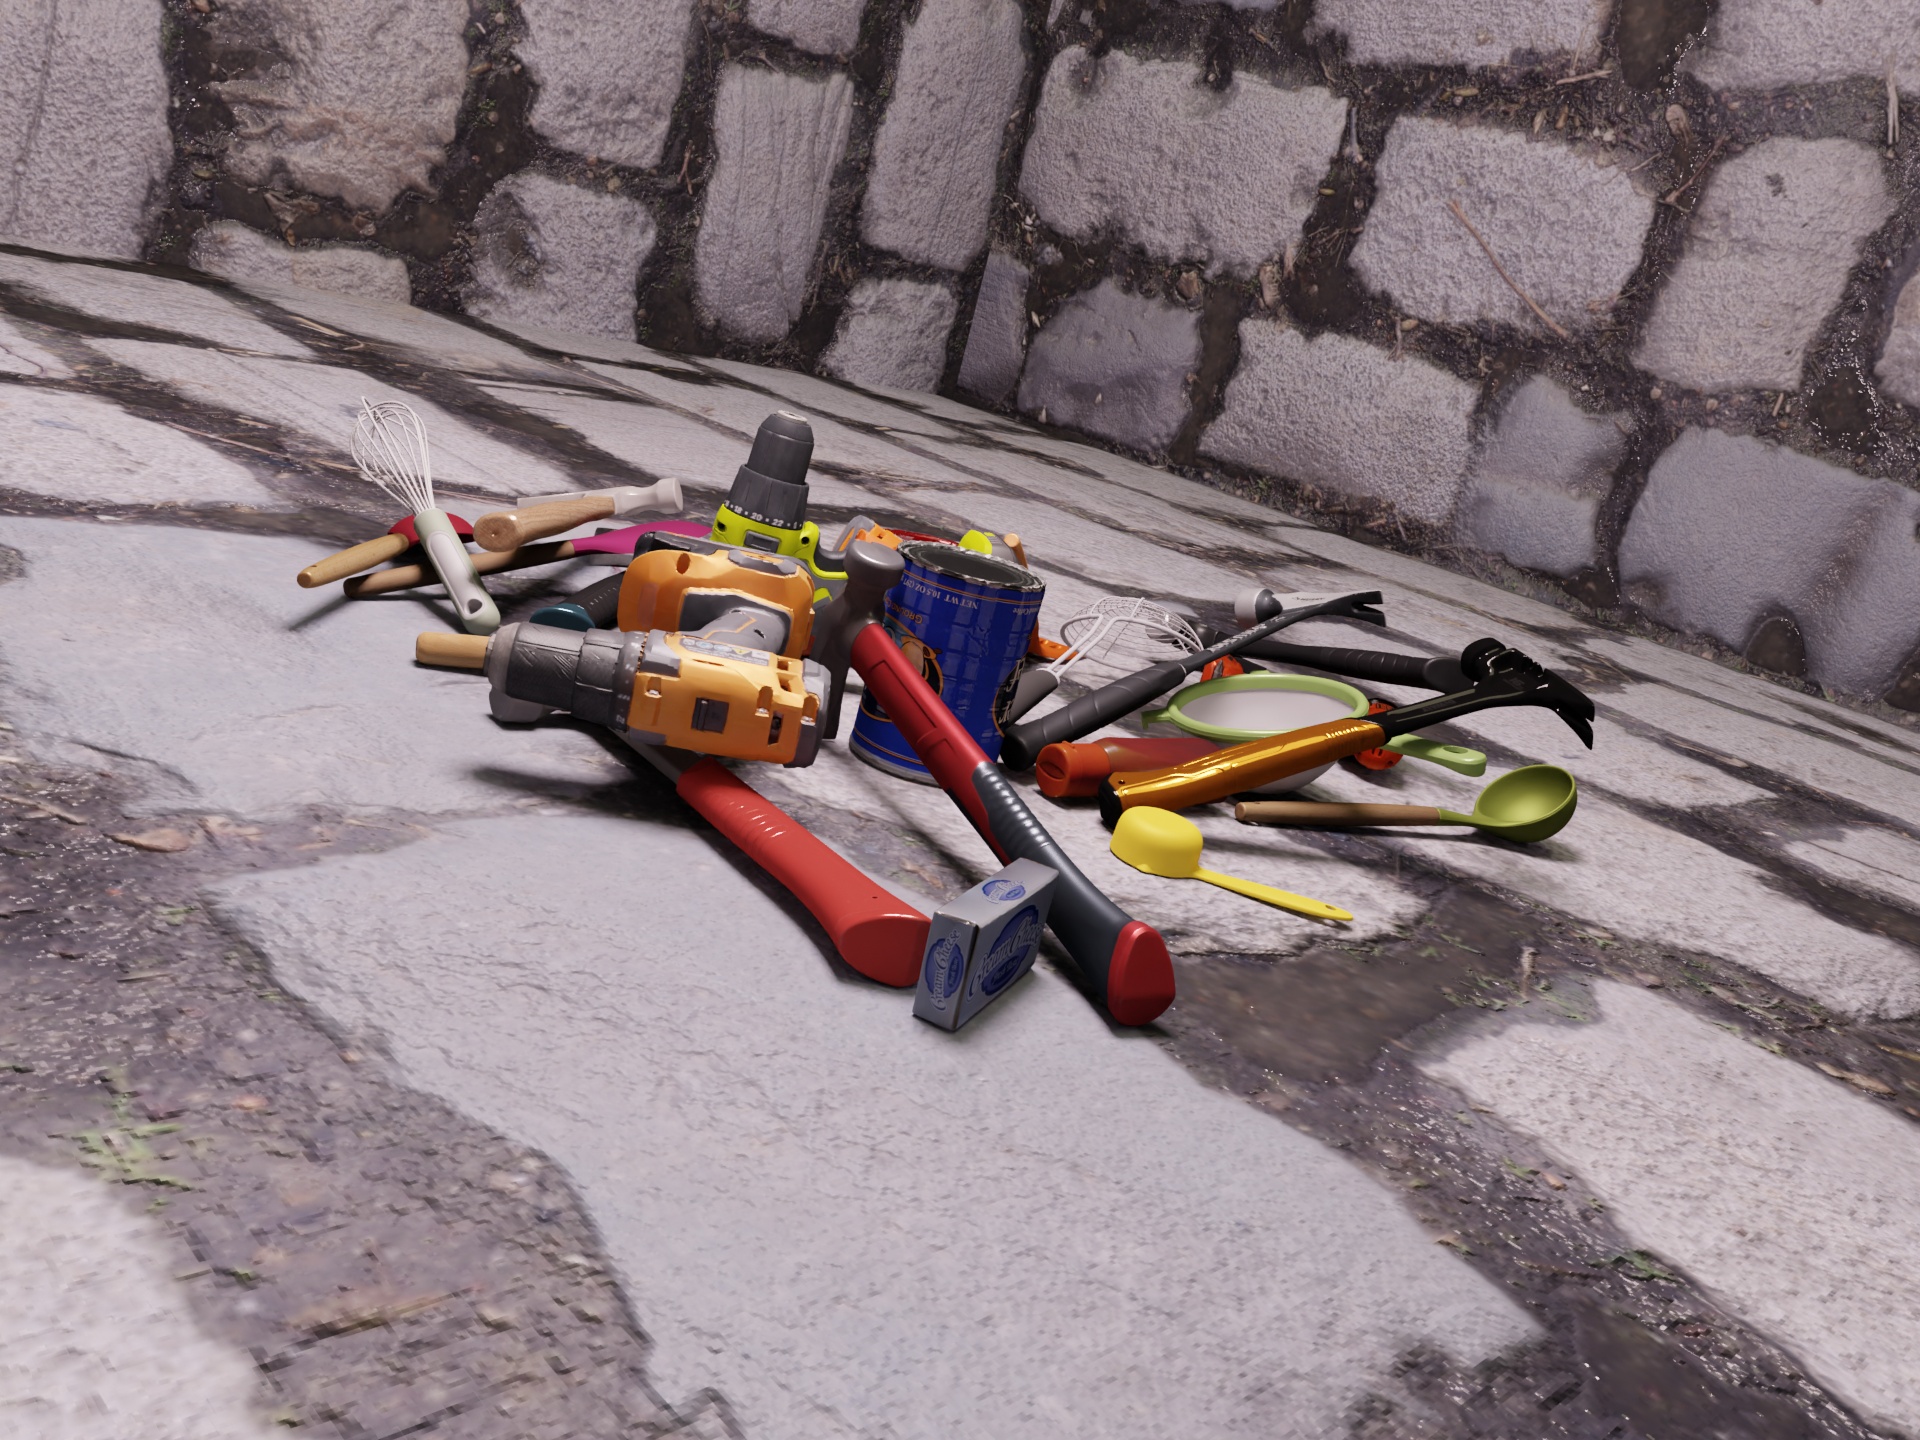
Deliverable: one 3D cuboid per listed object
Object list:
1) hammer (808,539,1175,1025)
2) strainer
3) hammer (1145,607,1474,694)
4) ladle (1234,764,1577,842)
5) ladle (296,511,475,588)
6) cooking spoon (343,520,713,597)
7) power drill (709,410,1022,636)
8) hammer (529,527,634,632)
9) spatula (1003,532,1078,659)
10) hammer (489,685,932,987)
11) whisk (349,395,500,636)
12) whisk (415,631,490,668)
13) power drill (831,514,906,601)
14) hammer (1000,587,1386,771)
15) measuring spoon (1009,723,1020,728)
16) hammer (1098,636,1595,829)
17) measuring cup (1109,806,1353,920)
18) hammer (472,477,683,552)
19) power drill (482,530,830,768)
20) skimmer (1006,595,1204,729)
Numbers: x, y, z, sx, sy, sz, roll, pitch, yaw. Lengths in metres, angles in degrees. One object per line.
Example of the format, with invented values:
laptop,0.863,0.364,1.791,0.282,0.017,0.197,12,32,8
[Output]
hammer,0.001,0.046,0.905,0.038,0.143,0.387,3,30,-32
strainer,0.269,0.027,1.173,0.151,0.069,0.256,-19,25,-39
hammer,0.330,-0.057,1.469,0.146,0.035,0.335,17,-2,-35
ladle,0.340,0.060,1.203,0.320,0.062,0.078,3,8,-28
ladle,-0.415,-0.124,1.149,0.069,0.031,0.315,-1,13,-1
cooking spoon,-0.320,-0.127,1.214,0.069,0.017,0.319,15,23,39
power drill,-0.074,-0.110,1.174,0.228,0.190,0.080,15,15,-17
hammer,-0.264,-0.105,1.260,0.128,0.033,0.331,16,16,1
spatula,0.061,-0.101,1.374,0.081,0.041,0.322,19,-13,12
hammer,-0.120,0.044,0.872,0.149,0.036,0.359,1,20,-40
whisk,-0.385,-0.149,1.146,0.247,0.058,0.059,55,-8,29
whisk,-0.230,-0.039,1.050,0.245,0.051,0.047,5,24,-23
power drill,-0.023,-0.101,1.363,0.164,0.084,0.227,29,7,-18
hammer,0.174,-0.039,1.222,0.149,0.036,0.409,1,19,45
measuring spoon,-0.002,-0.004,1.176,0.124,0.018,0.034,5,18,-35
hammer,0.254,0.018,1.070,0.337,0.034,0.127,-15,29,-13
measuring cup,0.171,0.089,0.990,0.156,0.029,0.062,17,16,14
hammer,-0.314,-0.160,1.243,0.130,0.031,0.331,-7,11,3
power drill,-0.171,-0.046,0.941,0.185,0.084,0.226,11,20,-9
skimmer,0.094,-0.025,1.281,0.127,0.090,0.363,7,22,25
